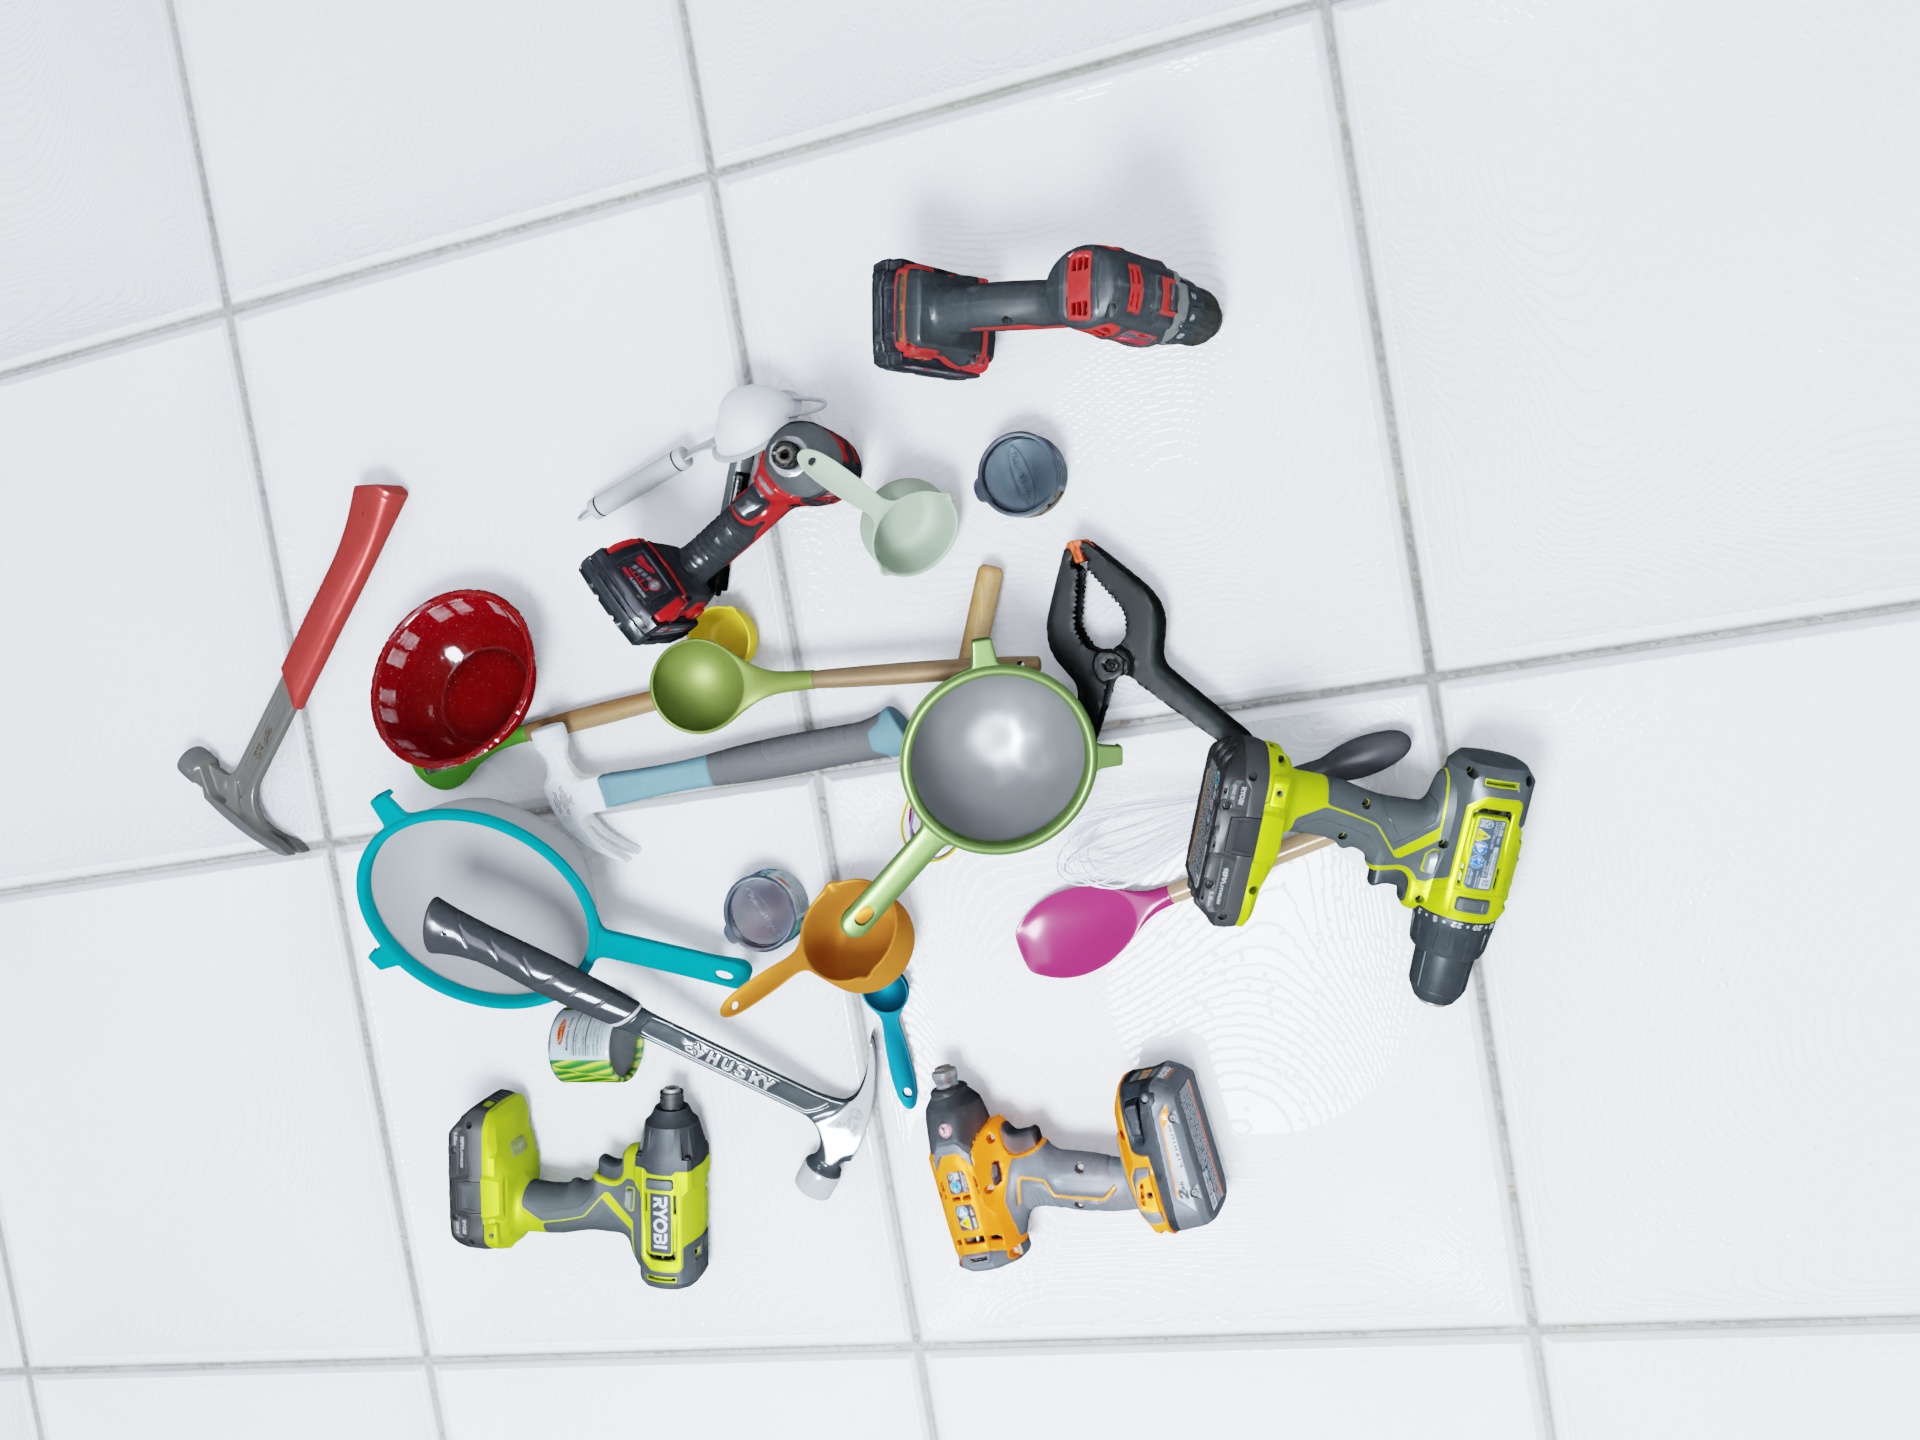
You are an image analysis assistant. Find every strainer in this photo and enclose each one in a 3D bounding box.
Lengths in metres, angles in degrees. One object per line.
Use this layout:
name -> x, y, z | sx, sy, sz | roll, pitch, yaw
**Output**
strainer -> -0.008, 0.062, 1.231 | 0.151, 0.069, 0.256 | 38, 100, -15
strainer -> -0.338, 0.156, 1.369 | 0.340, 0.095, 0.210 | 14, 123, -1
strainer -> -0.225, -0.220, 1.311 | 0.258, 0.087, 0.050 | -24, 128, 27

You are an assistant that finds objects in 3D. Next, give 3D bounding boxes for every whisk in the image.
whisk -> -0.004, -0.004, 1.273 | 0.047, 0.051, 0.245 | 14, 96, 21
whisk -> 0.204, 0.065, 1.208 | 0.284, 0.070, 0.070 | -21, 89, 13

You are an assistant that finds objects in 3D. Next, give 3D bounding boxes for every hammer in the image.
hammer -> -0.589, -0.055, 1.452 | 0.149, 0.036, 0.359 | 35, 105, 11
hammer -> -0.258, 0.250, 1.324 | 0.409, 0.036, 0.149 | 27, 100, -4
hammer -> -0.196, 0.038, 1.333 | 0.331, 0.033, 0.128 | -11, 102, 15

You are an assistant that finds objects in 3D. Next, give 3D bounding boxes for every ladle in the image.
ladle -> -0.095, -0.034, 1.258 | 0.320, 0.062, 0.078 | -3, 89, 17

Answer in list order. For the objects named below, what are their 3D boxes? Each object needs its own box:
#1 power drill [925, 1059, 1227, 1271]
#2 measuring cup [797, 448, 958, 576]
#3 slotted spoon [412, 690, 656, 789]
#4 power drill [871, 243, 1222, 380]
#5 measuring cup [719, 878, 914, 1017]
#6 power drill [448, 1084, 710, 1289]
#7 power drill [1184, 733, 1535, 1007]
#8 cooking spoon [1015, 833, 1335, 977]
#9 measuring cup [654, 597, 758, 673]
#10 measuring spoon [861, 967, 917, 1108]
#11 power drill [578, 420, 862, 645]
power drill -> 0.080, 0.338, 1.261 | 0.226, 0.084, 0.164 | -17, 90, 22
measuring cup -> -0.071, -0.172, 1.223 | 0.083, 0.167, 0.038 | -50, 44, 10
slotted spoon -> -0.356, 0.003, 1.391 | 0.314, 0.031, 0.070 | -13, 88, 17
power drill -> 0.067, -0.300, 1.172 | 0.227, 0.188, 0.080 | 4, 97, 35
measuring cup -> -0.115, 0.201, 1.302 | 0.173, 0.052, 0.095 | -33, 56, 9
power drill -> -0.330, 0.398, 1.398 | 0.223, 0.080, 0.171 | 2, 97, 13
power drill -> 0.285, 0.105, 1.152 | 0.228, 0.080, 0.190 | 9, 105, -2
cooking spoon -> 0.188, 0.127, 1.237 | 0.319, 0.017, 0.069 | -24, 83, 18
measuring cup -> -0.239, -0.090, 1.346 | 0.156, 0.029, 0.062 | 28, 103, 15
measuring spoon -> -0.052, 0.263, 1.330 | 0.042, 0.021, 0.128 | -7, 102, 20
power drill -> -0.181, -0.153, 1.246 | 0.219, 0.143, 0.078 | -36, 88, 9
